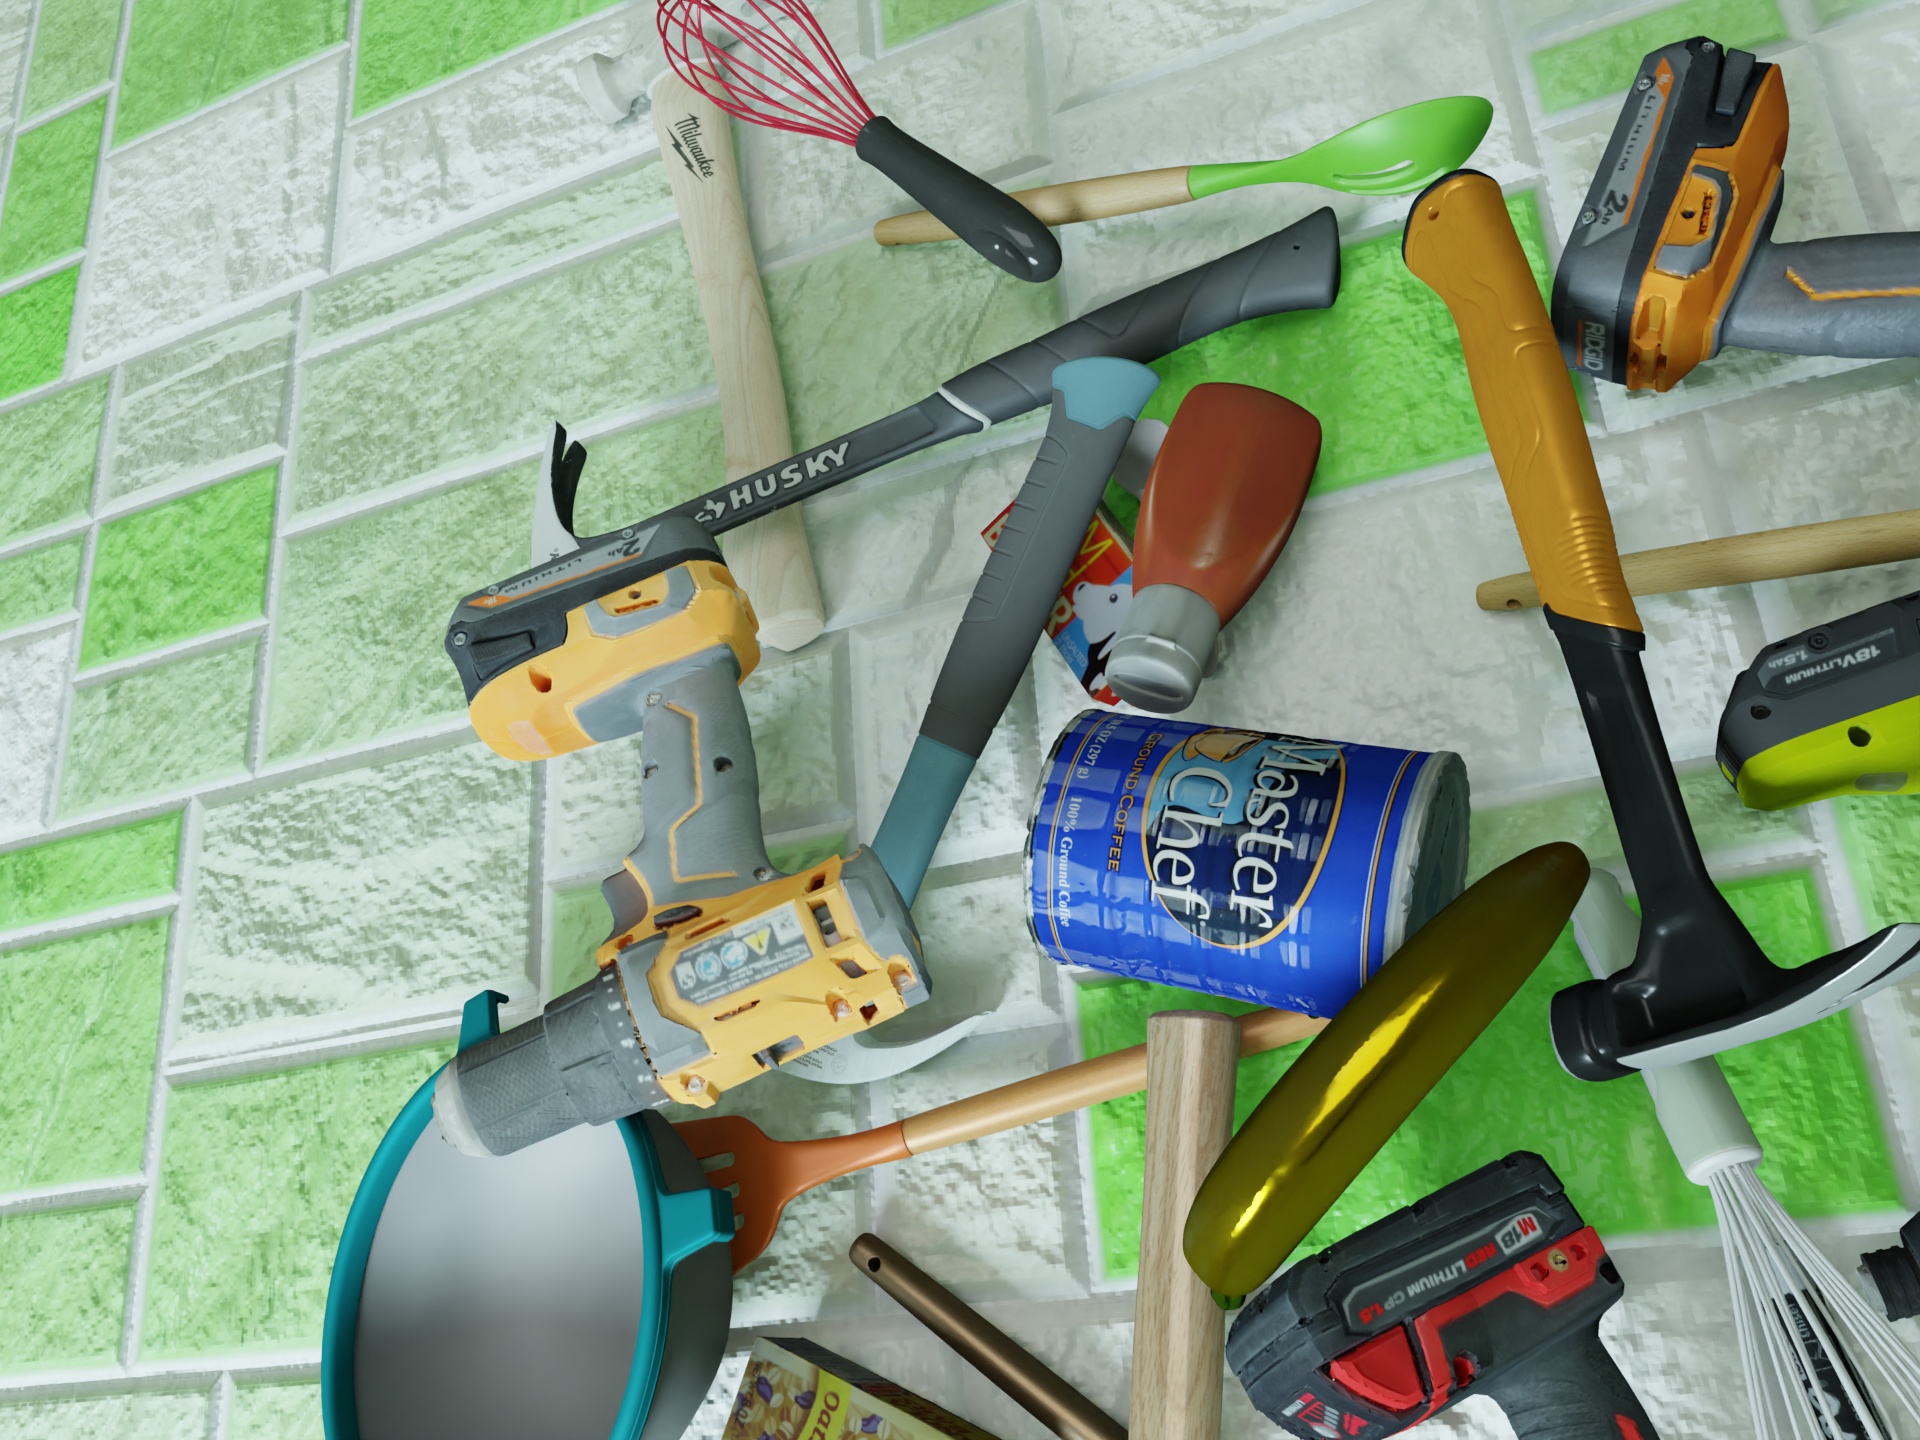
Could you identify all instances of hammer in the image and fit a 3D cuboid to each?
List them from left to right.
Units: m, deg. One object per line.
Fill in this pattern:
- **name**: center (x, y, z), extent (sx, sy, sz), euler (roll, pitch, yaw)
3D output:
- **hammer**: center (-0.113, -0.227, 0.838), extent (0.146, 0.038, 0.411), euler (-21, 65, 16)
- **hammer**: center (-0.018, -0.140, 0.736), extent (0.409, 0.036, 0.149), euler (-22, 65, 9)
- **hammer**: center (-0.001, -0.002, 0.671), extent (0.128, 0.033, 0.331), euler (24, 89, 13)
- **hammer**: center (0.071, 0.268, 0.553), extent (0.130, 0.031, 0.331), euler (-3, 71, 23)
- **hammer**: center (0.216, -0.057, 0.544), extent (0.127, 0.034, 0.337), euler (-42, 49, 51)

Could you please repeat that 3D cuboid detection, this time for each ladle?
- **ladle**: center (0.330, -0.066, 0.538), extent (0.315, 0.069, 0.031), euler (-8, 50, 38)

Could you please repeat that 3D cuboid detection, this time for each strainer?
- **strainer**: center (-0.188, 0.298, 0.652), extent (0.211, 0.095, 0.340), euler (24, 90, 43)

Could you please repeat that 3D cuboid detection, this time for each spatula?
- **spatula**: center (0.005, 0.164, 0.650), extent (0.322, 0.041, 0.081), euler (-20, 66, 13)

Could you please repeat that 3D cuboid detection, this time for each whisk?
- **whisk**: center (-0.056, -0.298, 0.788), extent (0.073, 0.073, 0.296), euler (-48, 66, 3)
- **whisk**: center (0.246, 0.150, 0.506), extent (0.059, 0.057, 0.247), euler (-25, 49, 15)

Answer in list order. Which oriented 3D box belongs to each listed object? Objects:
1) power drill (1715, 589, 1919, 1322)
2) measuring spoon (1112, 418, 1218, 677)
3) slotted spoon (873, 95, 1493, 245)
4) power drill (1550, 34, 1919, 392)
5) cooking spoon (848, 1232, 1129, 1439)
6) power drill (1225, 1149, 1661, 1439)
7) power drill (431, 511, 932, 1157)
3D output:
- **power drill**: center (0.336, 0.071, 0.497), extent (0.171, 0.080, 0.223), euler (-21, 67, 17)
- **measuring spoon**: center (0.095, -0.075, 0.700), extent (0.034, 0.018, 0.124), euler (-25, 69, 33)
- **slotted spoon**: center (0.087, -0.245, 0.737), extent (0.314, 0.070, 0.031), euler (3, 95, 35)
- **power drill**: center (0.352, -0.178, 0.578), extent (0.227, 0.084, 0.164), euler (21, 81, 25)
- **cooking spoon**: center (0.078, 0.282, 0.573), extent (0.319, 0.017, 0.069), euler (29, 87, 30)
- **power drill**: center (0.179, 0.257, 0.474), extent (0.143, 0.078, 0.220), euler (-19, 60, -20)
- **power drill**: center (-0.135, 0.046, 0.624), extent (0.185, 0.084, 0.226), euler (-24, 62, -5)
